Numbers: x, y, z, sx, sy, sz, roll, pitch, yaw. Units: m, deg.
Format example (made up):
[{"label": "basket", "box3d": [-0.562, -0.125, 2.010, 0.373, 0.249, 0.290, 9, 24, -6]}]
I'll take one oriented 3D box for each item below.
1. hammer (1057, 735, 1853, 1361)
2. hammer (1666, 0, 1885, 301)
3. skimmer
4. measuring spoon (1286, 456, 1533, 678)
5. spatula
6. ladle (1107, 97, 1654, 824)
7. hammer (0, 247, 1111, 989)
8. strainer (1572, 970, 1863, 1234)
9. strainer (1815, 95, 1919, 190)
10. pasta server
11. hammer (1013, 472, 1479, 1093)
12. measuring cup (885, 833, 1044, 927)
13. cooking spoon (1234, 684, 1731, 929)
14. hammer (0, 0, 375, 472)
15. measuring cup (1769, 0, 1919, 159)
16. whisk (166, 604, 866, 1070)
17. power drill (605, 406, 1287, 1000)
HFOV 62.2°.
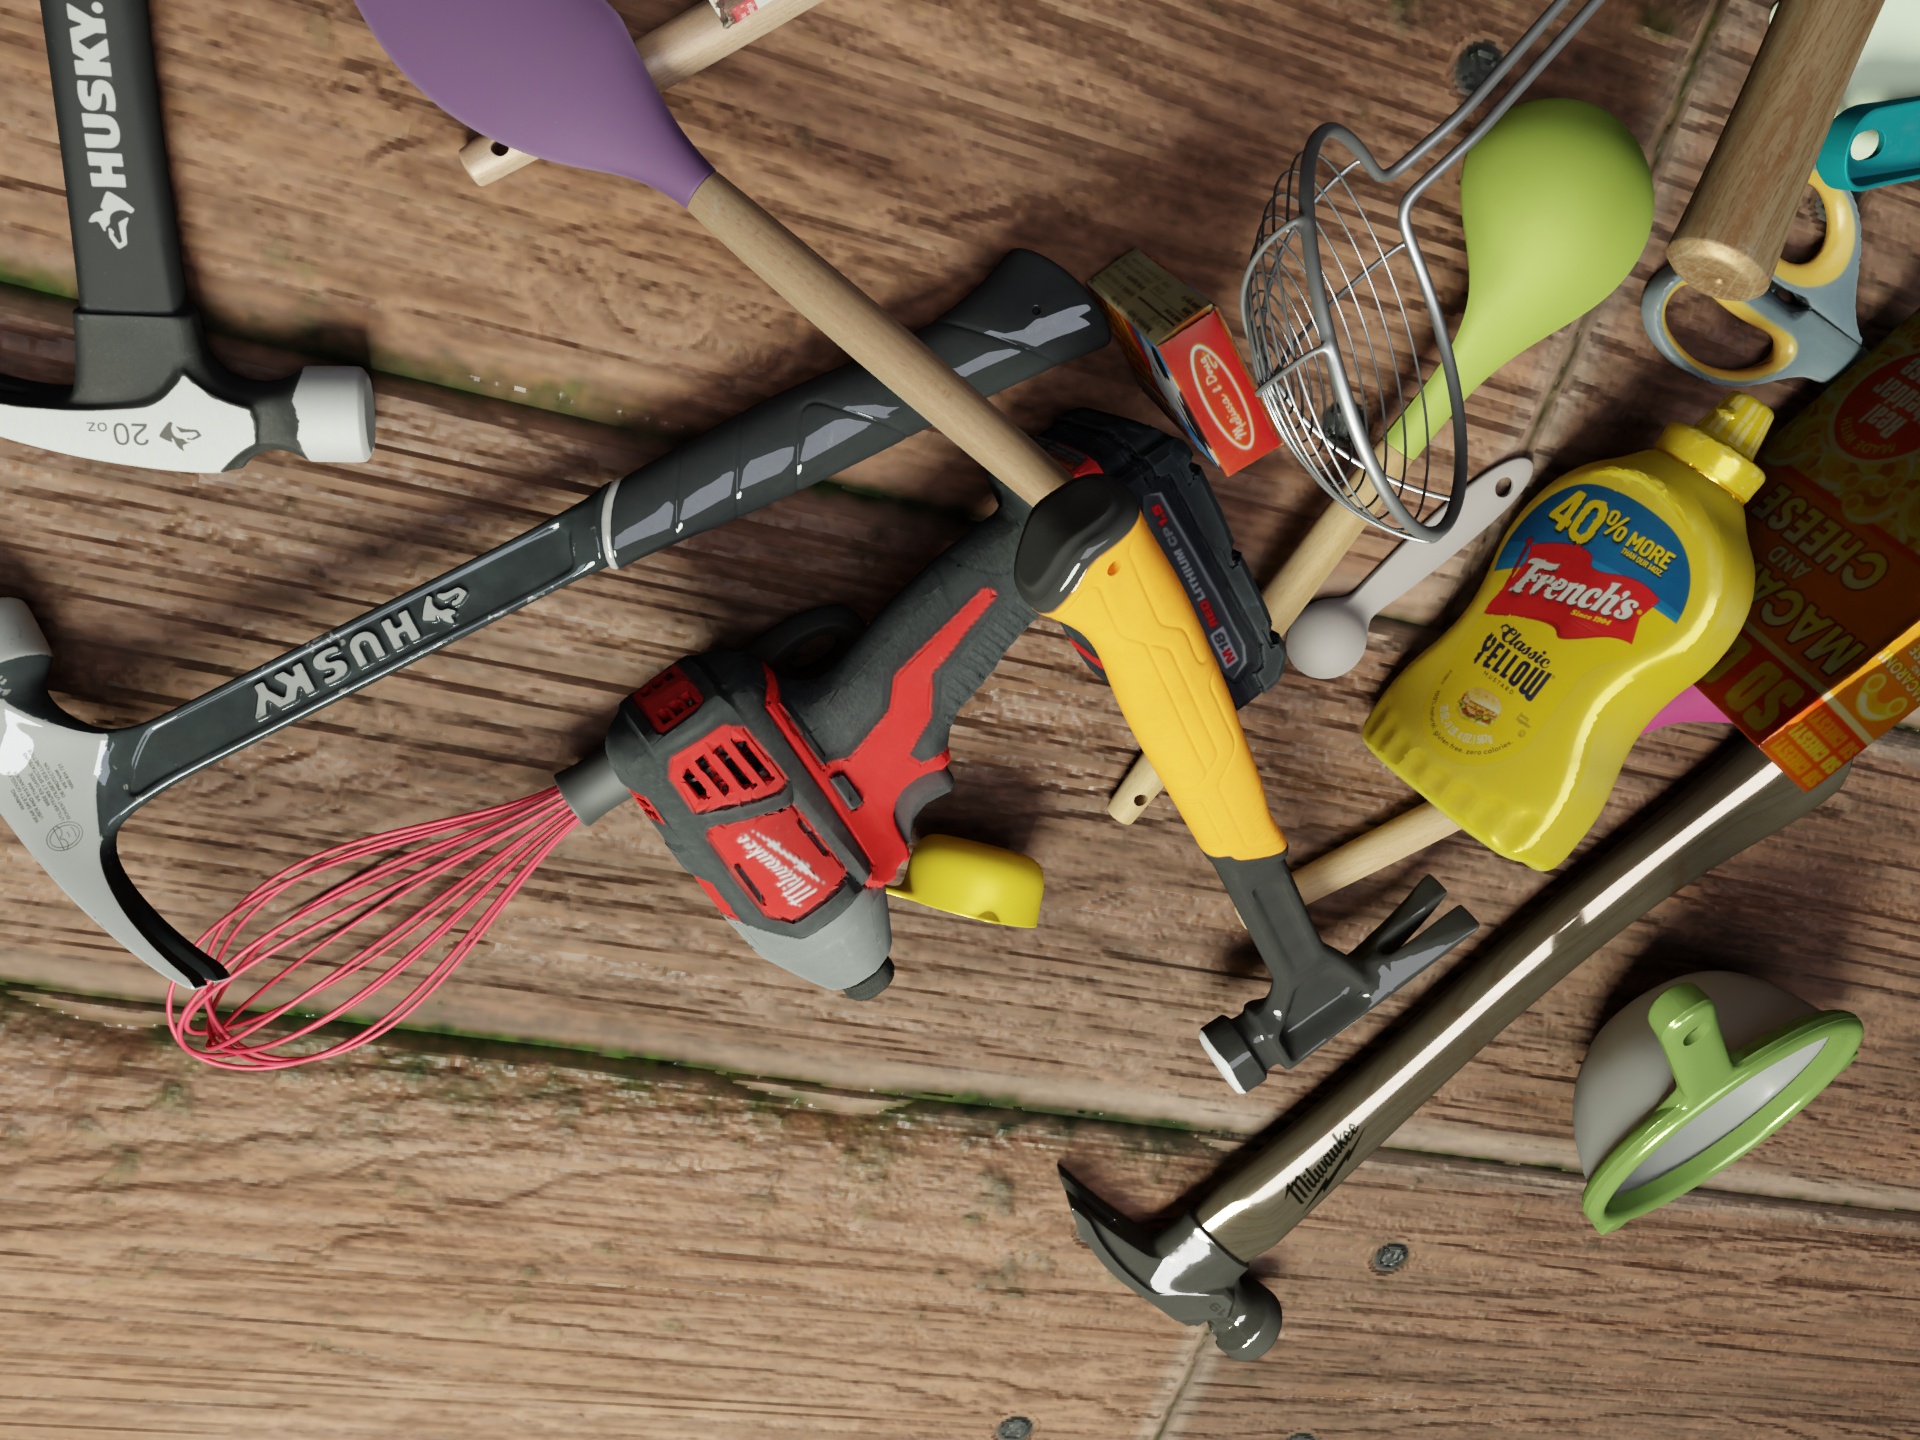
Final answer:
[{"label": "hammer", "box3d": [0.231, 0.131, 0.734, 0.410, 0.038, 0.146, -44, 115, 9]}, {"label": "hammer", "box3d": [0.300, -0.285, 0.496, 0.130, 0.031, 0.331, 25, 87, -29]}, {"label": "skimmer", "box3d": [0.212, -0.216, 0.492, 0.363, 0.090, 0.127, -49, 130, -4]}, {"label": "measuring spoon", "box3d": [0.185, -0.061, 0.643, 0.124, 0.018, 0.034, -42, 116, 8]}, {"label": "spatula", "box3d": [-0.063, -0.148, 0.500, 0.316, 0.018, 0.060, 39, 102, -6]}, {"label": "ladle", "box3d": [0.148, -0.088, 0.617, 0.078, 0.062, 0.320, 24, 114, -25]}, {"label": "hammer", "box3d": [-0.134, -0.054, 0.546, 0.409, 0.036, 0.149, -27, 90, -4]}, {"label": "strainer", "box3d": [0.314, 0.144, 0.705, 0.151, 0.069, 0.256, -38, 142, 7]}, {"label": "strainer", "box3d": [0.470, -0.220, 0.564, 0.340, 0.095, 0.210, -14, 118, -16]}, {"label": "pasta server", "box3d": [-0.020, -0.252, 0.498, 0.316, 0.040, 0.060, -28, 101, 3]}, {"label": "hammer", "box3d": [0.103, 0.028, 0.575, 0.127, 0.034, 0.336, -35, 137, 0]}, {"label": "measuring cup", "box3d": [-0.039, 0.050, 0.628, 0.156, 0.062, 0.029, 17, 88, -15]}, {"label": "cooking spoon", "box3d": [0.264, 0.014, 0.690, 0.319, 0.017, 0.068, -28, 97, 4]}, {"label": "hammer", "box3d": [-0.257, -0.237, 0.454, 0.146, 0.035, 0.334, -1, 115, -13]}, {"label": "measuring cup", "box3d": [0.355, -0.283, 0.565, 0.083, 0.038, 0.167, 15, 112, -19]}, {"label": "whisk", "box3d": [-0.162, 0.041, 0.596, 0.296, 0.073, 0.073, -32, 117, -4]}, {"label": "power drill", "box3d": [-0.001, -0.002, 0.570, 0.219, 0.079, 0.143, -36, 117, -9]}]
